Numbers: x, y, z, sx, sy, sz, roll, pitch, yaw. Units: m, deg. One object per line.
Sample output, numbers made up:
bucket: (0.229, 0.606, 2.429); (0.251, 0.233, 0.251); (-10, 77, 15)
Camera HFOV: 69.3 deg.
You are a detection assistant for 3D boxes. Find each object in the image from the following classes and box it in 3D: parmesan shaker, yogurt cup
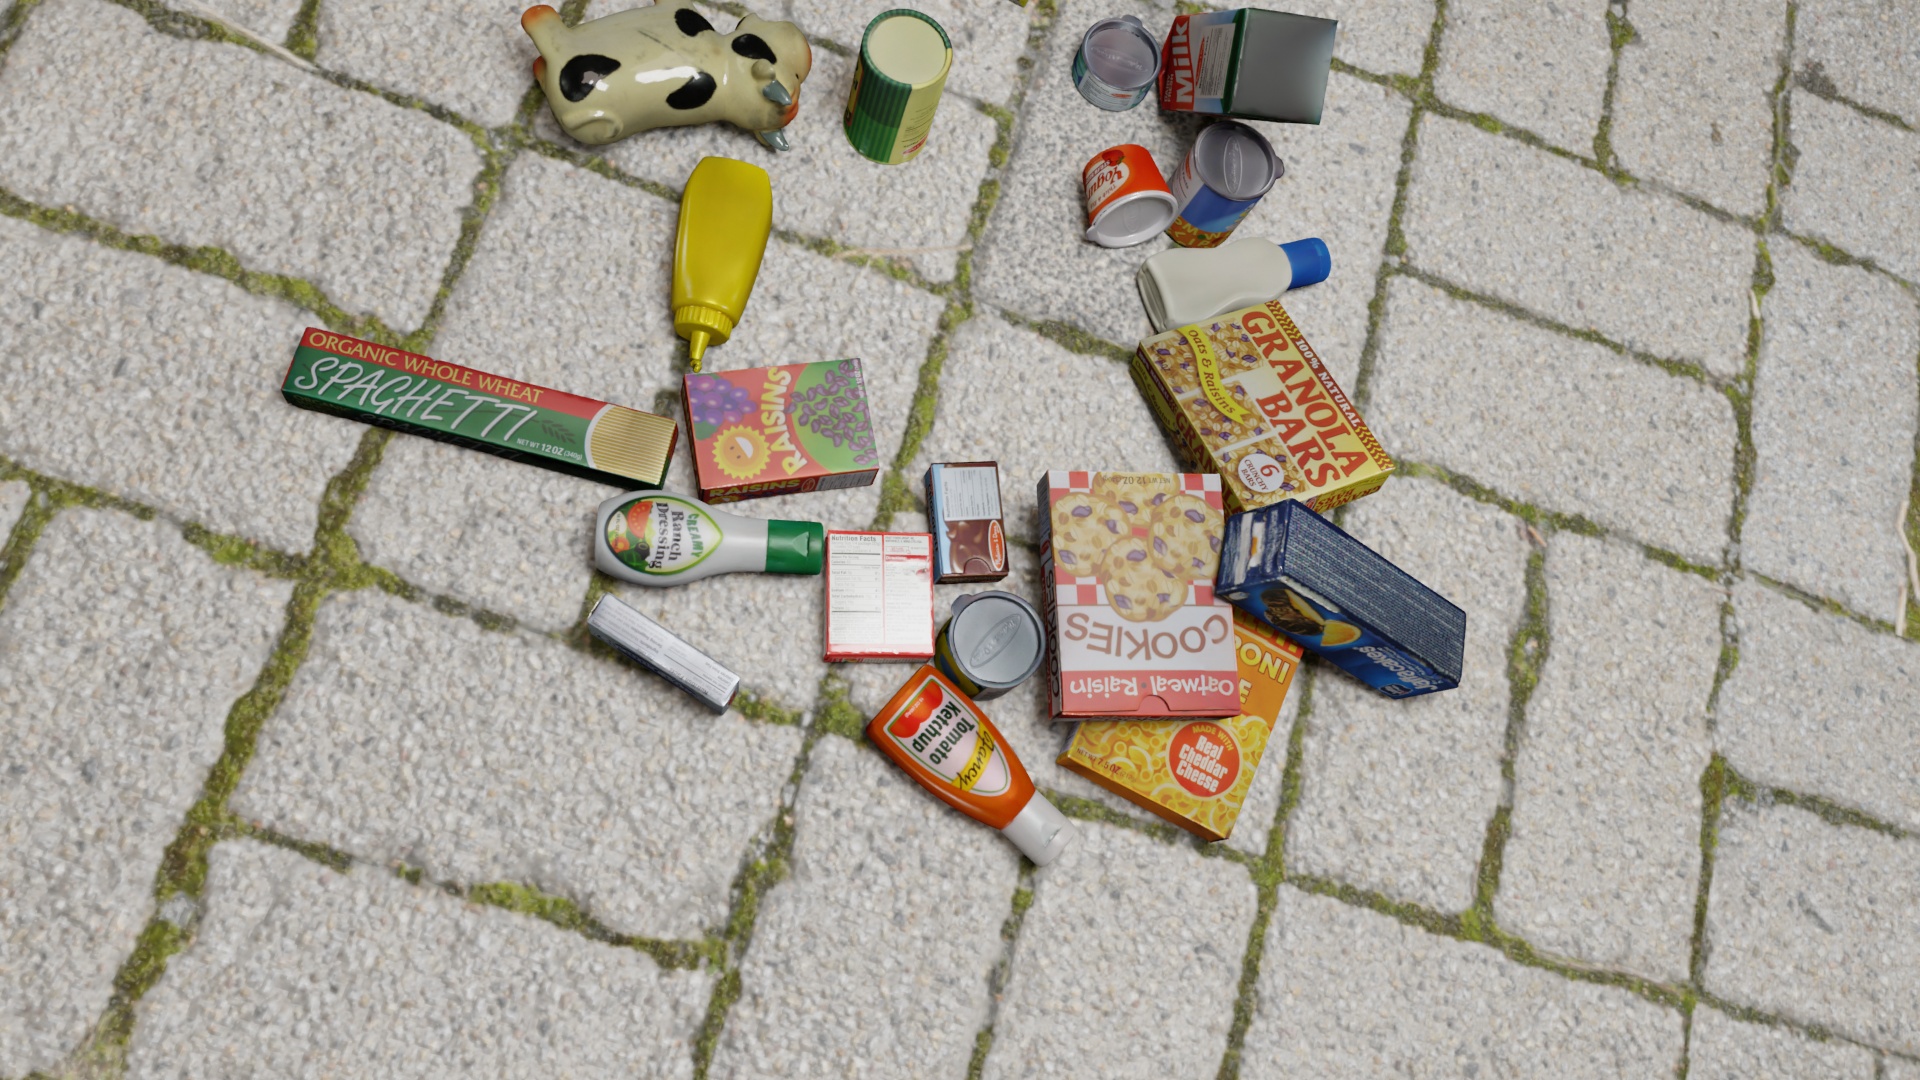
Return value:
parmesan shaker: (-0.045, -0.333, 1.018); (0.071, 0.102, 0.071); (3, 74, -11)
yogurt cup: (0.126, -0.264, 1.057); (0.072, 0.072, 0.054); (-9, 69, -15)

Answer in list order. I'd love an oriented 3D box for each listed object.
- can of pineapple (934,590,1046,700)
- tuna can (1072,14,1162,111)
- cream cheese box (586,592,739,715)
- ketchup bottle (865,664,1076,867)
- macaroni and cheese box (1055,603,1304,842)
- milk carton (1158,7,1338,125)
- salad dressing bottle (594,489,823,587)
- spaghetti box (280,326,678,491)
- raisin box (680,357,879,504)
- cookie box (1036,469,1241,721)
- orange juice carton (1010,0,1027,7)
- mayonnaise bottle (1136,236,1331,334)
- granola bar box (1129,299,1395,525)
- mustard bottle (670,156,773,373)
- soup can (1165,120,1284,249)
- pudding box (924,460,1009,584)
can of pineapple: (0.018, 0.070, 0.938); (0.071, 0.057, 0.071); (3, 73, -12)
tuna can: (0.125, -0.380, 1.106); (0.071, 0.032, 0.071); (3, 74, -11)
cream cheese box: (-0.190, 0.073, 0.894); (0.104, 0.053, 0.024); (32, 72, -1)
ketchup bottle: (0.010, 0.153, 0.920); (0.149, 0.043, 0.065); (43, 72, 2)
macaroni and cheese box: (0.157, 0.106, 0.967); (0.124, 0.040, 0.167); (28, 71, -2)
milk carton: (0.207, -0.357, 1.050); (0.072, 0.191, 0.073); (3, 107, -13)
salad dressing bottle: (-0.166, 0.001, 0.925); (0.148, 0.044, 0.064); (3, 79, -11)
spaghetti box: (-0.317, -0.085, 0.926); (0.250, 0.028, 0.050); (14, 71, -8)
raisin box: (-0.125, -0.076, 0.960); (0.123, 0.040, 0.086); (-8, 77, -16)
cookie box: (0.118, 0.037, 0.936); (0.123, 0.040, 0.168); (1, 73, -10)
orange juice carton: (-0.015, -0.508, 1.092); (0.193, 0.071, 0.073); (24, 71, -5)
mayonnaise bottle: (0.213, -0.202, 1.070); (0.148, 0.041, 0.065); (-15, 77, -17)
granola bar box: (0.218, -0.090, 1.016); (0.124, 0.039, 0.166); (-19, 63, -17)
mustard bottle: (-0.174, -0.190, 0.977); (0.065, 0.048, 0.160); (12, 73, -8)
soup can: (0.197, -0.269, 1.062); (0.071, 0.083, 0.071); (3, 74, -11)
pudding box: (0.003, -0.012, 0.973); (0.050, 0.030, 0.084); (-2, 75, -14)
